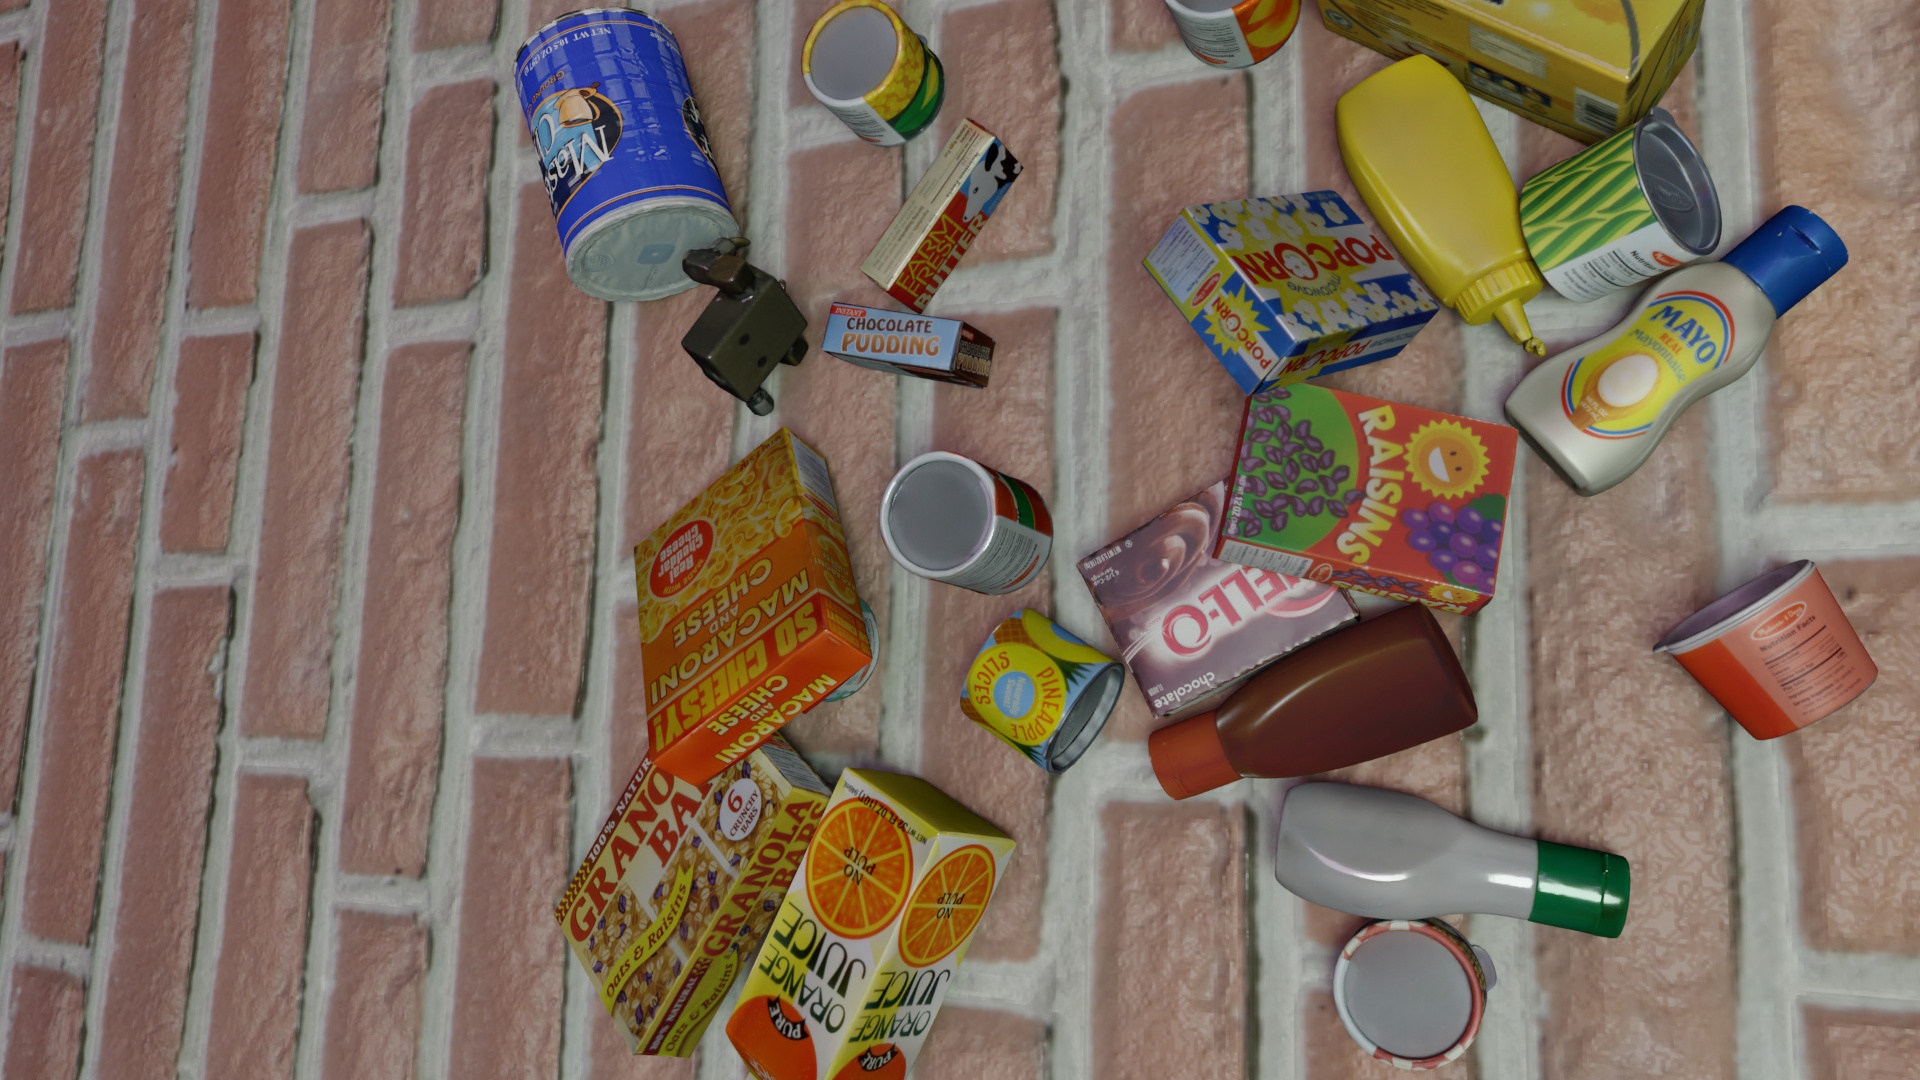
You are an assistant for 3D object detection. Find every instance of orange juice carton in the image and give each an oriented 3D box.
[{"bbox_3d":[-0.054,0.221,0.713,0.072,0.073,0.192,26,92,37],"label":"orange juice carton"}]

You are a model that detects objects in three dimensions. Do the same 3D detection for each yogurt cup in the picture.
[{"bbox_3d":[0.344,0.048,0.587,0.072,0.072,0.054,-36,79,14],"label":"yogurt cup"}]

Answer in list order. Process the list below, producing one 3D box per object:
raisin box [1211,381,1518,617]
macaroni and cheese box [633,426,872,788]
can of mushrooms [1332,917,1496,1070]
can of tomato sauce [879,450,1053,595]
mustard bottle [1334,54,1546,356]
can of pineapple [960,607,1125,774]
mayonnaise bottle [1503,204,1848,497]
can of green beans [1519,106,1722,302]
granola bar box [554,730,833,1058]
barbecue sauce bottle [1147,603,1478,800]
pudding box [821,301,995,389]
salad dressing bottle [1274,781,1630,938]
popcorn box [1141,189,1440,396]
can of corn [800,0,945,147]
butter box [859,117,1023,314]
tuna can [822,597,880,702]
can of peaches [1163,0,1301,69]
[{"bbox_3d":[0.188,-0.021,0.648,0.123,0.040,0.086,13,72,7],"label":"raisin box"},{"bbox_3d":[-0.116,0.032,0.750,0.123,0.040,0.167,-37,41,16],"label":"macaroni and cheese box"},{"bbox_3d":[0.208,0.205,0.635,0.071,0.033,0.071,-4,80,23],"label":"can of mushrooms"},{"bbox_3d":[0.003,-0.009,0.726,0.071,0.083,0.071,-3,81,22],"label":"can of tomato sauce"},{"bbox_3d":[0.238,-0.154,0.668,0.065,0.049,0.160,-26,74,12],"label":"mustard bottle"},{"bbox_3d":[0.041,0.076,0.704,0.058,0.071,0.071,31,95,24],"label":"can of pineapple"},{"bbox_3d":[0.323,-0.088,0.627,0.148,0.041,0.065,-42,71,13],"label":"mayonnaise bottle"},{"bbox_3d":[0.295,-0.147,0.624,0.057,0.071,0.071,-24,71,52],"label":"can of green beans"},{"bbox_3d":[-0.148,0.175,0.762,0.124,0.039,0.165,36,97,46],"label":"granola bar box"},{"bbox_3d":[0.163,0.084,0.661,0.148,0.044,0.064,-25,116,22],"label":"barbecue sauce bottle"},{"bbox_3d":[-0.028,-0.108,0.772,0.084,0.049,0.030,13,89,24],"label":"pudding box"},{"bbox_3d":[0.219,0.147,0.628,0.148,0.064,0.043,8,125,17],"label":"salad dressing bottle"},{"bbox_3d":[0.158,-0.120,0.656,0.085,0.127,0.038,56,137,19],"label":"popcorn box"},{"bbox_3d":[-0.049,-0.272,0.800,0.071,0.058,0.071,-3,81,22],"label":"can of corn"},{"bbox_3d":[-0.010,-0.179,0.773,0.024,0.053,0.103,39,98,20],"label":"butter box"},{"bbox_3d":[-0.084,0.057,0.779,0.071,0.033,0.071,-3,81,22],"label":"tuna can"},{"bbox_3d":[0.141,-0.292,0.724,0.071,0.058,0.071,-3,81,23],"label":"can of peaches"}]
